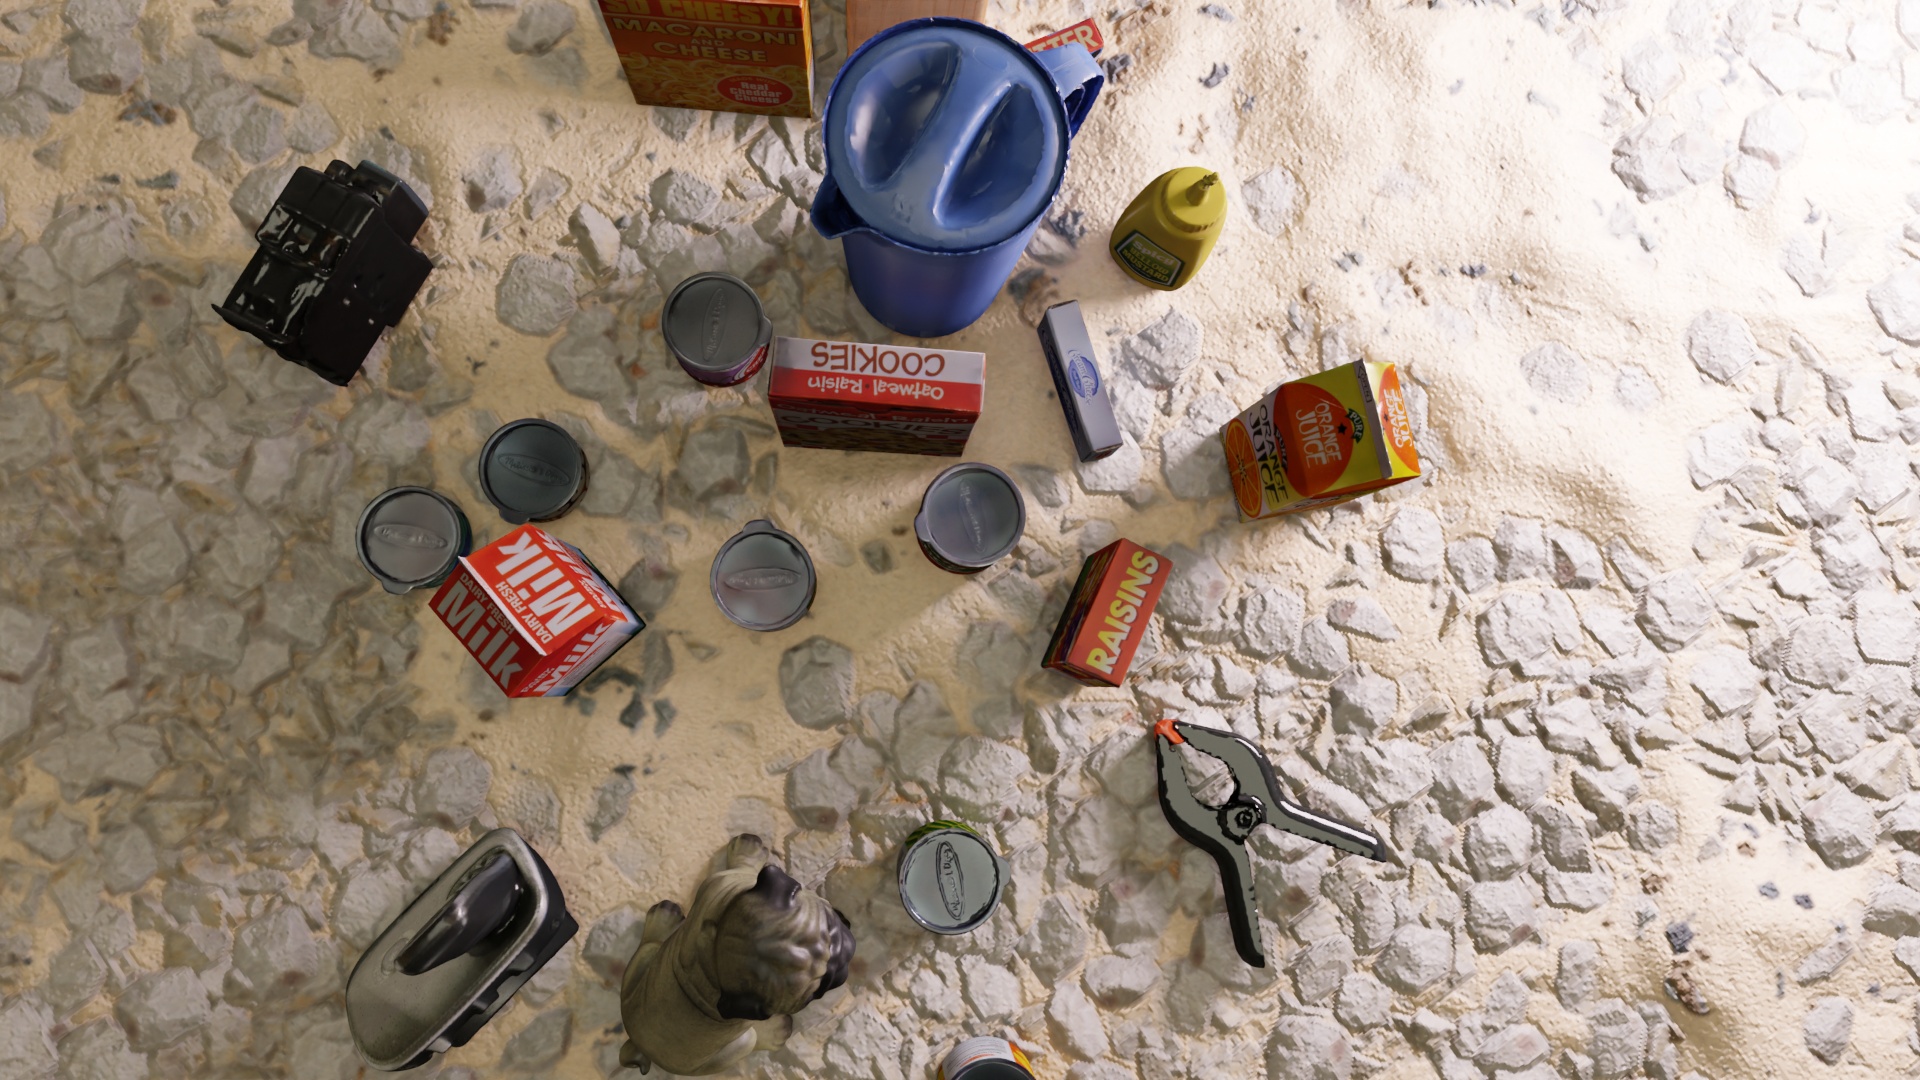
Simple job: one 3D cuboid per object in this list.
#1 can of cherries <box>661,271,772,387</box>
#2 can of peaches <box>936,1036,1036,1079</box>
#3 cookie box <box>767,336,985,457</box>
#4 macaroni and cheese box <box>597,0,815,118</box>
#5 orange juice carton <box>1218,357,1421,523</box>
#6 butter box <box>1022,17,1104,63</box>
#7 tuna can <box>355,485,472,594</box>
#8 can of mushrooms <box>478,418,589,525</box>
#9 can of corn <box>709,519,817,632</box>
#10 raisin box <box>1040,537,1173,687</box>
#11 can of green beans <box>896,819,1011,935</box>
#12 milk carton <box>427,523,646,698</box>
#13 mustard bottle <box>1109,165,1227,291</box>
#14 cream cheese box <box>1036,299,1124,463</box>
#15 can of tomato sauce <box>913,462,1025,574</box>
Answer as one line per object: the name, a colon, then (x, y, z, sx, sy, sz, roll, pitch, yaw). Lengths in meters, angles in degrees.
can of cherries: (-0.159, -0.137, 0.922, 0.071, 0.058, 0.071, 0, 84, -4)
can of peaches: (0.018, 0.358, 0.882, 0.071, 0.058, 0.071, 0, 84, -4)
cookie box: (-0.053, -0.085, 0.870, 0.123, 0.167, 0.040, 4, 84, -4)
macaroni and cheese box: (-0.158, -0.325, 0.889, 0.124, 0.166, 0.040, 3, 84, -4)
orange juice carton: (0.228, -0.061, 0.876, 0.073, 0.192, 0.072, -11, 85, -5)
butter box: (0.046, -0.322, 0.961, 0.103, 0.053, 0.024, -24, 87, -6)
tuna can: (-0.355, 0.001, 0.905, 0.071, 0.033, 0.071, 0, 84, -4)
can of mushrooms: (-0.281, -0.043, 0.915, 0.071, 0.033, 0.071, 0, 84, -4)
can of corn: (-0.127, 0.024, 0.907, 0.071, 0.058, 0.071, 0, 84, -4)
raisin box: (0.091, 0.048, 0.889, 0.040, 0.123, 0.086, 25, 83, -1)
can of green beans: (-0.008, 0.216, 0.896, 0.071, 0.057, 0.071, 0, 84, -4)
milk carton: (-0.251, 0.044, 0.829, 0.073, 0.190, 0.072, -41, 89, -7)
mustard bottle: (0.140, -0.208, 0.902, 0.065, 0.160, 0.049, 32, 83, -1)
cream cheese box: (0.080, -0.106, 0.940, 0.024, 0.053, 0.104, -17, 85, -6)
can of tomato sauce: (0.003, -0.011, 0.909, 0.071, 0.083, 0.071, 0, 84, -4)
